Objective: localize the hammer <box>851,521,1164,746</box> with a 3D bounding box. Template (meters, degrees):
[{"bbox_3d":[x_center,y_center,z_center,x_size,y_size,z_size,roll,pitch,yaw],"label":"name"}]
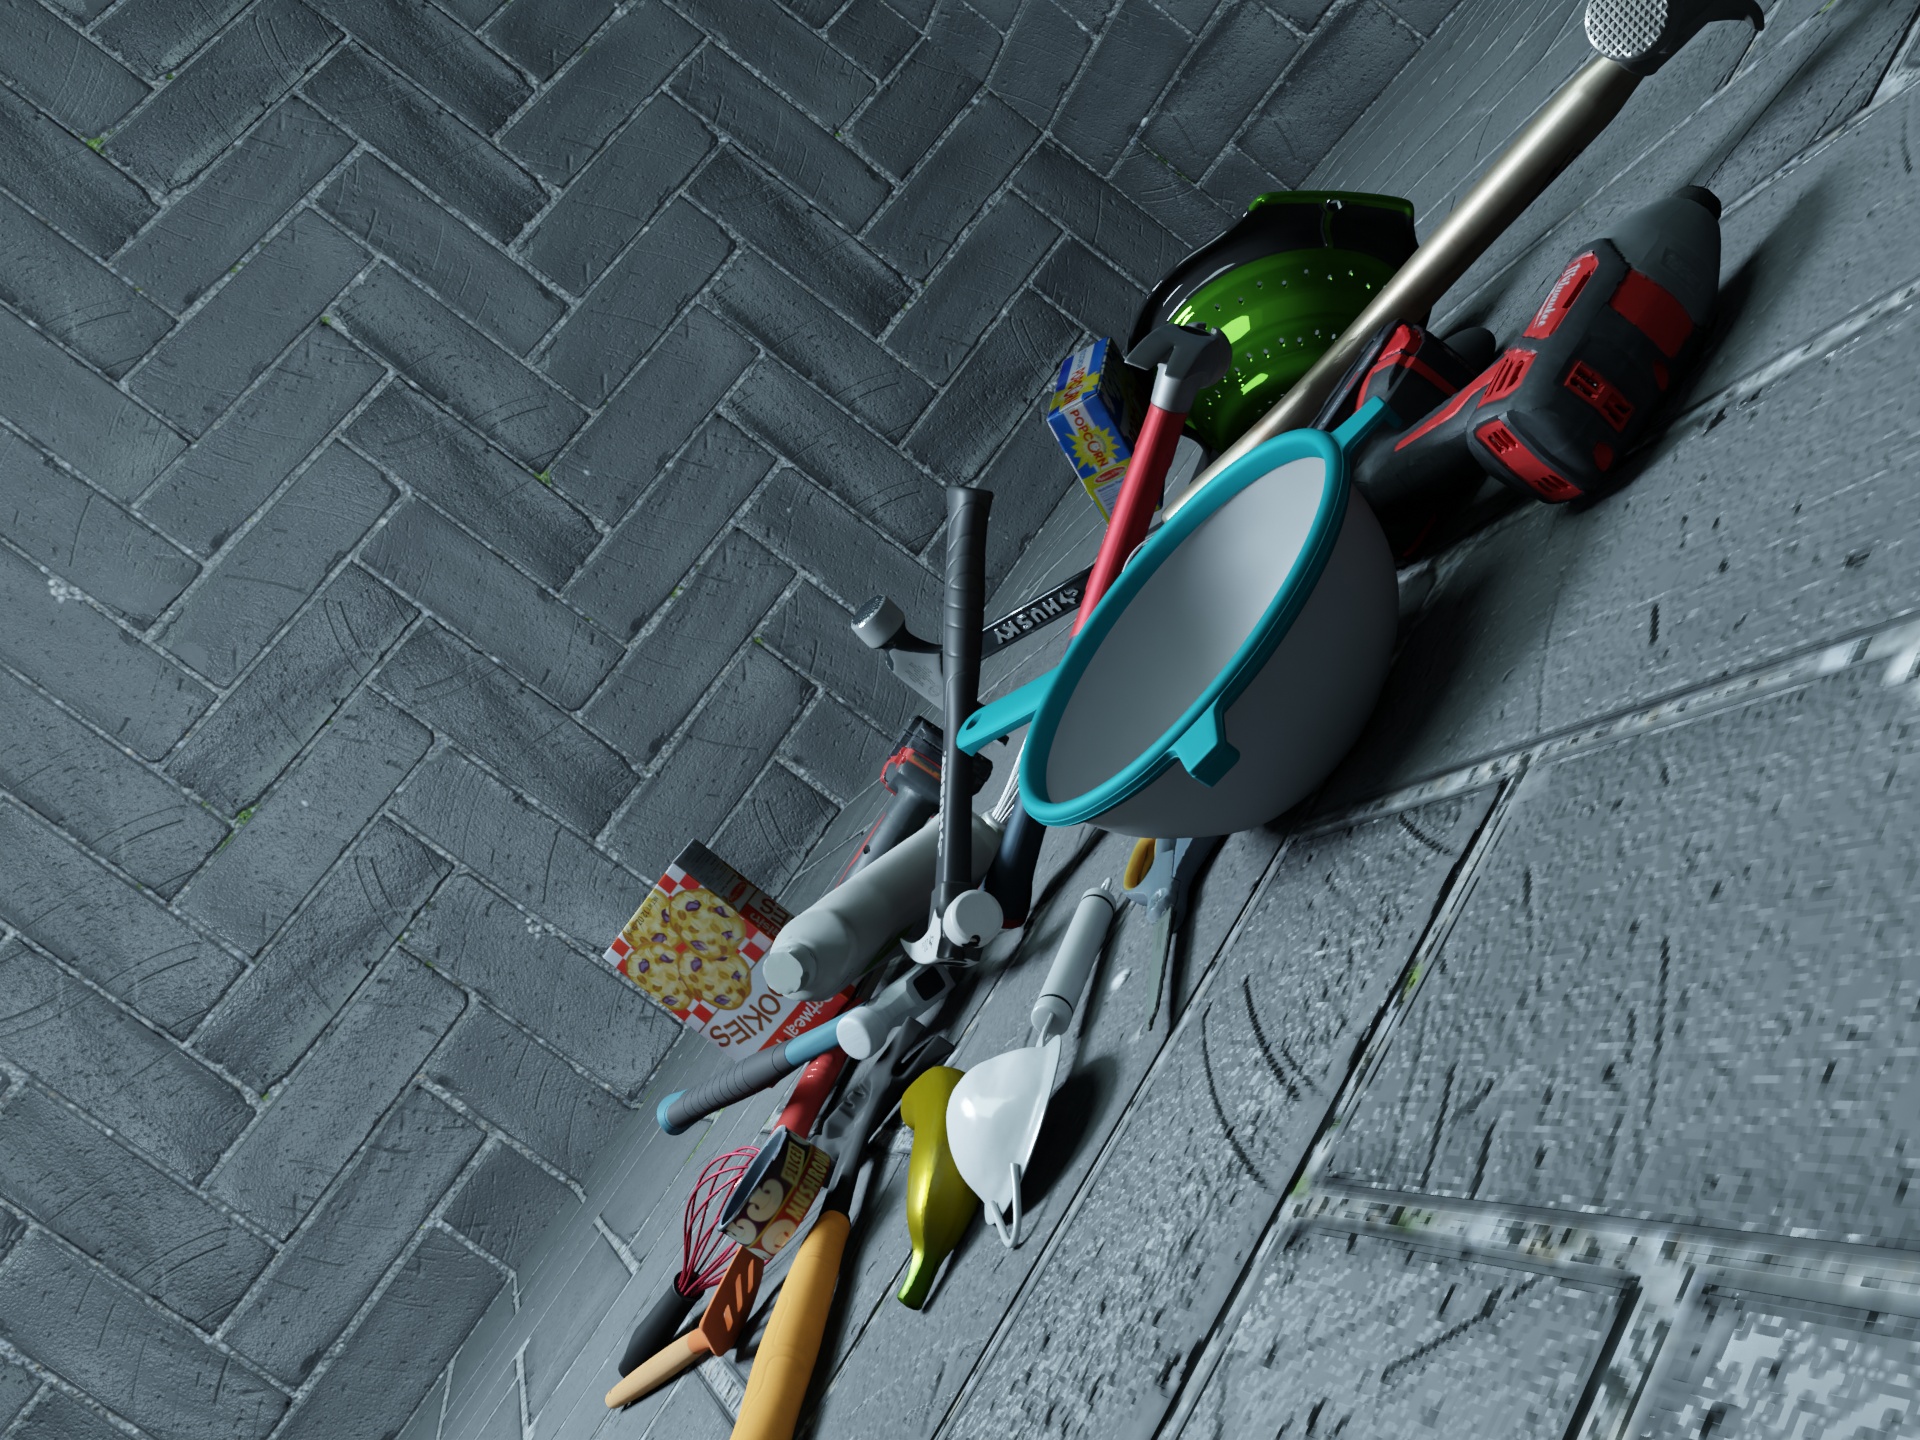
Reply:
[{"bbox_3d":[0.111,-0.099,1.081,0.409,0.149,0.036,-27,28,37],"label":"hammer"}]

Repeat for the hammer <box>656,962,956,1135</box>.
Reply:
[{"bbox_3d":[-0.122,0.237,1.122,0.331,0.033,0.128,-34,-3,42],"label":"hammer"}]

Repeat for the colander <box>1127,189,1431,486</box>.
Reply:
[{"bbox_3d":[0.205,-0.182,1.108,0.396,0.204,0.095,106,160,-57],"label":"colander"}]

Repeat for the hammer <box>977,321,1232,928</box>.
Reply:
[{"bbox_3d":[0.071,-0.040,0.933,0.143,0.038,0.386,-42,-28,-65],"label":"hammer"}]

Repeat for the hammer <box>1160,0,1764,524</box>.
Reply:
[{"bbox_3d":[0.245,-0.228,0.862,0.146,0.038,0.410,-25,-16,-43],"label":"hammer"}]

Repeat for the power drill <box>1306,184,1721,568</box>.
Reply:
[{"bbox_3d":[0.241,-0.149,0.709,0.143,0.078,0.219,-54,8,-11],"label":"power drill"}]

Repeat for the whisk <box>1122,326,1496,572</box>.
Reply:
[{"bbox_3d":[0.198,-0.133,0.877,0.284,0.070,0.070,-40,2,-14],"label":"whisk"}]

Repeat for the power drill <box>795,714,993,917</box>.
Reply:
[{"bbox_3d":[-0.072,0.119,1.321,0.227,0.080,0.188,-58,2,-13],"label":"power drill"}]

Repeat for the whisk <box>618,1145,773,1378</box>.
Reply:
[{"bbox_3d":[-0.176,0.371,1.070,0.295,0.073,0.073,-57,2,36],"label":"whisk"}]

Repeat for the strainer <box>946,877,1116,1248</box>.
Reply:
[{"bbox_3d":[0.039,0.145,0.754,0.086,0.050,0.258,-67,-6,32],"label":"strainer"}]

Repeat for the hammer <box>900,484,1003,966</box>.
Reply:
[{"bbox_3d":[-0.002,-0.003,1.037,0.146,0.035,0.335,124,150,-66],"label":"hammer"}]

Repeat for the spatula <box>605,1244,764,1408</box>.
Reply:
[{"bbox_3d":[-0.183,0.398,1.019,0.322,0.041,0.081,-49,8,47],"label":"spatula"}]

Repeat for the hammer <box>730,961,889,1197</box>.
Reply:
[{"bbox_3d":[-0.097,0.250,1.249,0.149,0.036,0.359,-50,6,36],"label":"hammer"}]

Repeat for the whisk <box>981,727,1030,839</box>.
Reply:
[{"bbox_3d":[0.033,0.072,1.230,0.059,0.058,0.246,9,-61,-56],"label":"whisk"}]

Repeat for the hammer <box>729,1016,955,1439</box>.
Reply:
[{"bbox_3d":[-0.071,0.283,0.834,0.127,0.034,0.337,-53,5,19],"label":"hammer"}]

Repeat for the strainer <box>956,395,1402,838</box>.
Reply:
[{"bbox_3d":[0.100,-0.006,0.768,0.211,0.095,0.340,-60,14,-23],"label":"strainer"}]
